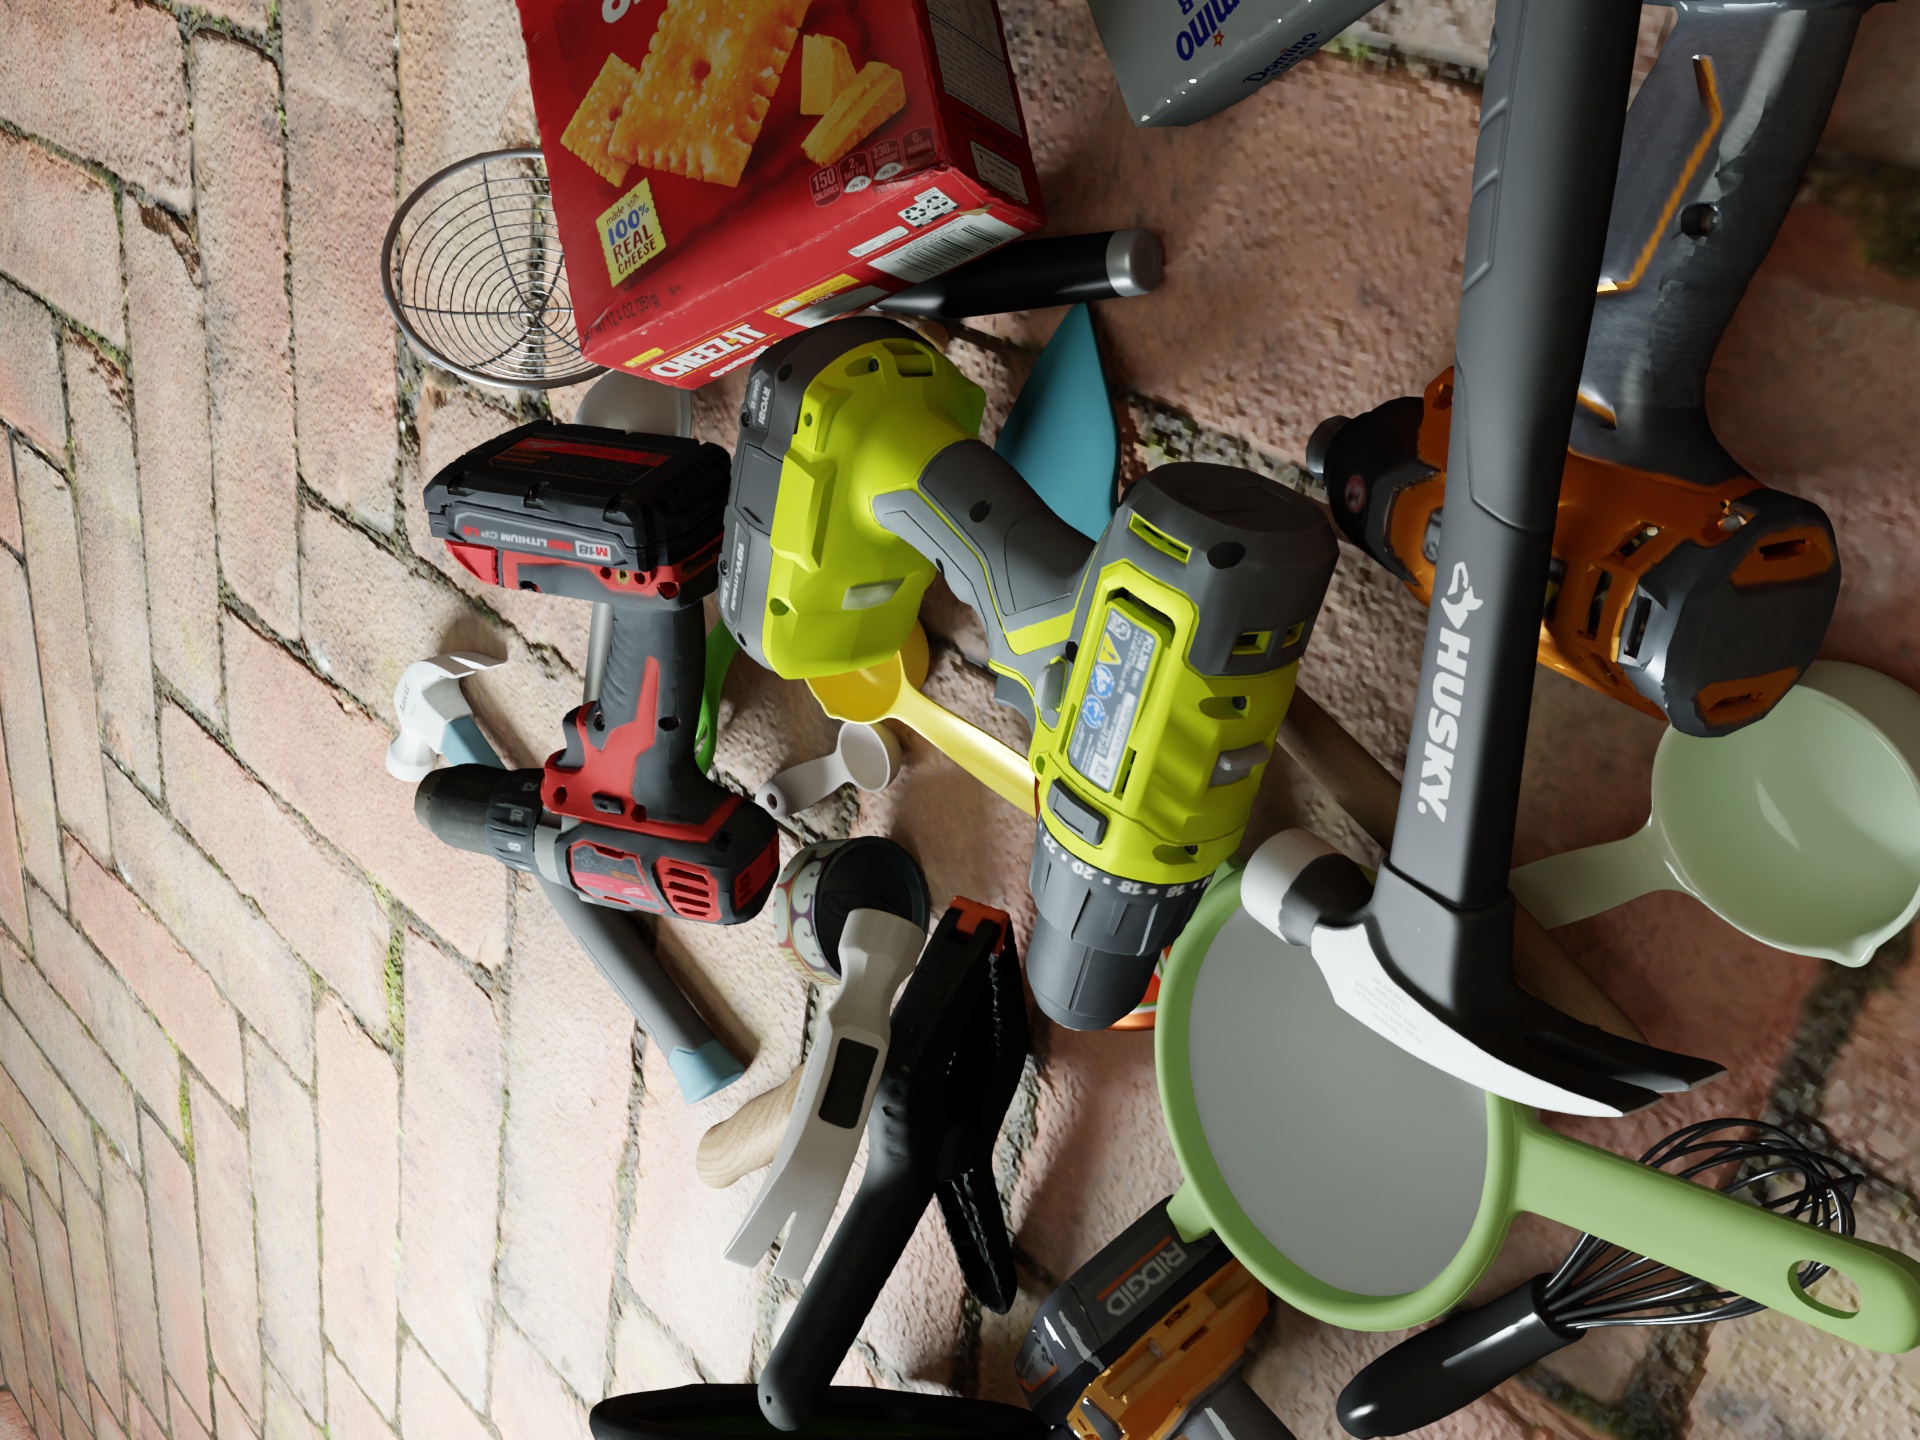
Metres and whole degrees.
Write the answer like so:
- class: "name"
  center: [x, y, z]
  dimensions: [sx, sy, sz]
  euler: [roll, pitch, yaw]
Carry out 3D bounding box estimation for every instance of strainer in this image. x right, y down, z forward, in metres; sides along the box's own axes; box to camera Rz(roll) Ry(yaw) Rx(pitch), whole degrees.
- class: "strainer"
  center: [-0.166, -0.071, 0.761]
  dimensions: [0.087, 0.050, 0.258]
  euler: [36, 122, 48]
- class: "strainer"
  center: [0.169, 0.122, 0.484]
  dimensions: [0.256, 0.069, 0.151]
  euler: [11, 101, 53]

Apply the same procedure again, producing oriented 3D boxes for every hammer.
- class: "hammer"
  center: [-0.230, 0.087, 0.907]
  dimensions: [0.331, 0.033, 0.128]
  euler: [47, 132, 23]
- class: "hammer"
  center: [0.131, -0.063, 0.369]
  dimensions: [0.146, 0.035, 0.334]
  euler: [39, 135, 54]
- class: "hammer"
  center: [-0.085, 0.183, 0.711]
  dimensions: [0.031, 0.130, 0.331]
  euler: [21, 156, -8]

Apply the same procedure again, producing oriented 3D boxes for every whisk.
- class: "whisk"
  center: [0.194, 0.194, 0.520]
  dimensions: [0.055, 0.055, 0.238]
  euler: [52, 136, 19]

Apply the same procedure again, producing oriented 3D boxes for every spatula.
- class: "spatula"
  center: [0.110, -0.013, 0.535]
  dimensions: [0.318, 0.044, 0.082]
  euler: [49, 132, 20]

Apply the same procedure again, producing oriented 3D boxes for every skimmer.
- class: "skimmer"
  center: [-0.092, -0.190, 0.635]
  dimensions: [0.363, 0.127, 0.090]
  euler: [7, 153, 39]

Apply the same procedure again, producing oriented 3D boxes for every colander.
- class: "colander"
  center: [-0.040, 0.328, 0.622]
  dimensions: [0.397, 0.204, 0.095]
  euler: [135, 140, -67]

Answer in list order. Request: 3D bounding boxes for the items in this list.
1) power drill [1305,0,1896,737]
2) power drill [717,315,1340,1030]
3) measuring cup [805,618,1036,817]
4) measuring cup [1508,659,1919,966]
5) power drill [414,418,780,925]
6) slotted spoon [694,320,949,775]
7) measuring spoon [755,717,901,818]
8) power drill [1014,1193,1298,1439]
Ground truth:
- class: "power drill"
  center: [0.159, -0.128, 0.407]
  dimensions: [0.164, 0.084, 0.226]
  euler: [39, 132, 52]
- class: "power drill"
  center: [0.010, -0.023, 0.544]
  dimensions: [0.229, 0.080, 0.190]
  euler: [40, 128, 38]
- class: "measuring cup"
  center: [-0.001, -0.002, 0.666]
  dimensions: [0.156, 0.029, 0.062]
  euler: [35, 126, 17]
- class: "measuring cup"
  center: [0.212, 0.035, 0.462]
  dimensions: [0.083, 0.038, 0.167]
  euler: [66, 153, 9]
- class: "power drill"
  center: [-0.179, -0.016, 0.727]
  dimensions: [0.188, 0.080, 0.226]
  euler: [10, 121, 18]
- class: "slotted spoon"
  center: [-0.088, -0.062, 0.722]
  dimensions: [0.070, 0.031, 0.313]
  euler: [57, 132, 17]
- class: "measuring spoon"
  center: [-0.062, 0.025, 0.738]
  dimensions: [0.124, 0.018, 0.034]
  euler: [-25, 88, 53]
- class: "power drill"
  center: [0.119, 0.307, 0.593]
  dimensions: [0.226, 0.084, 0.185]
  euler: [47, 154, 24]
